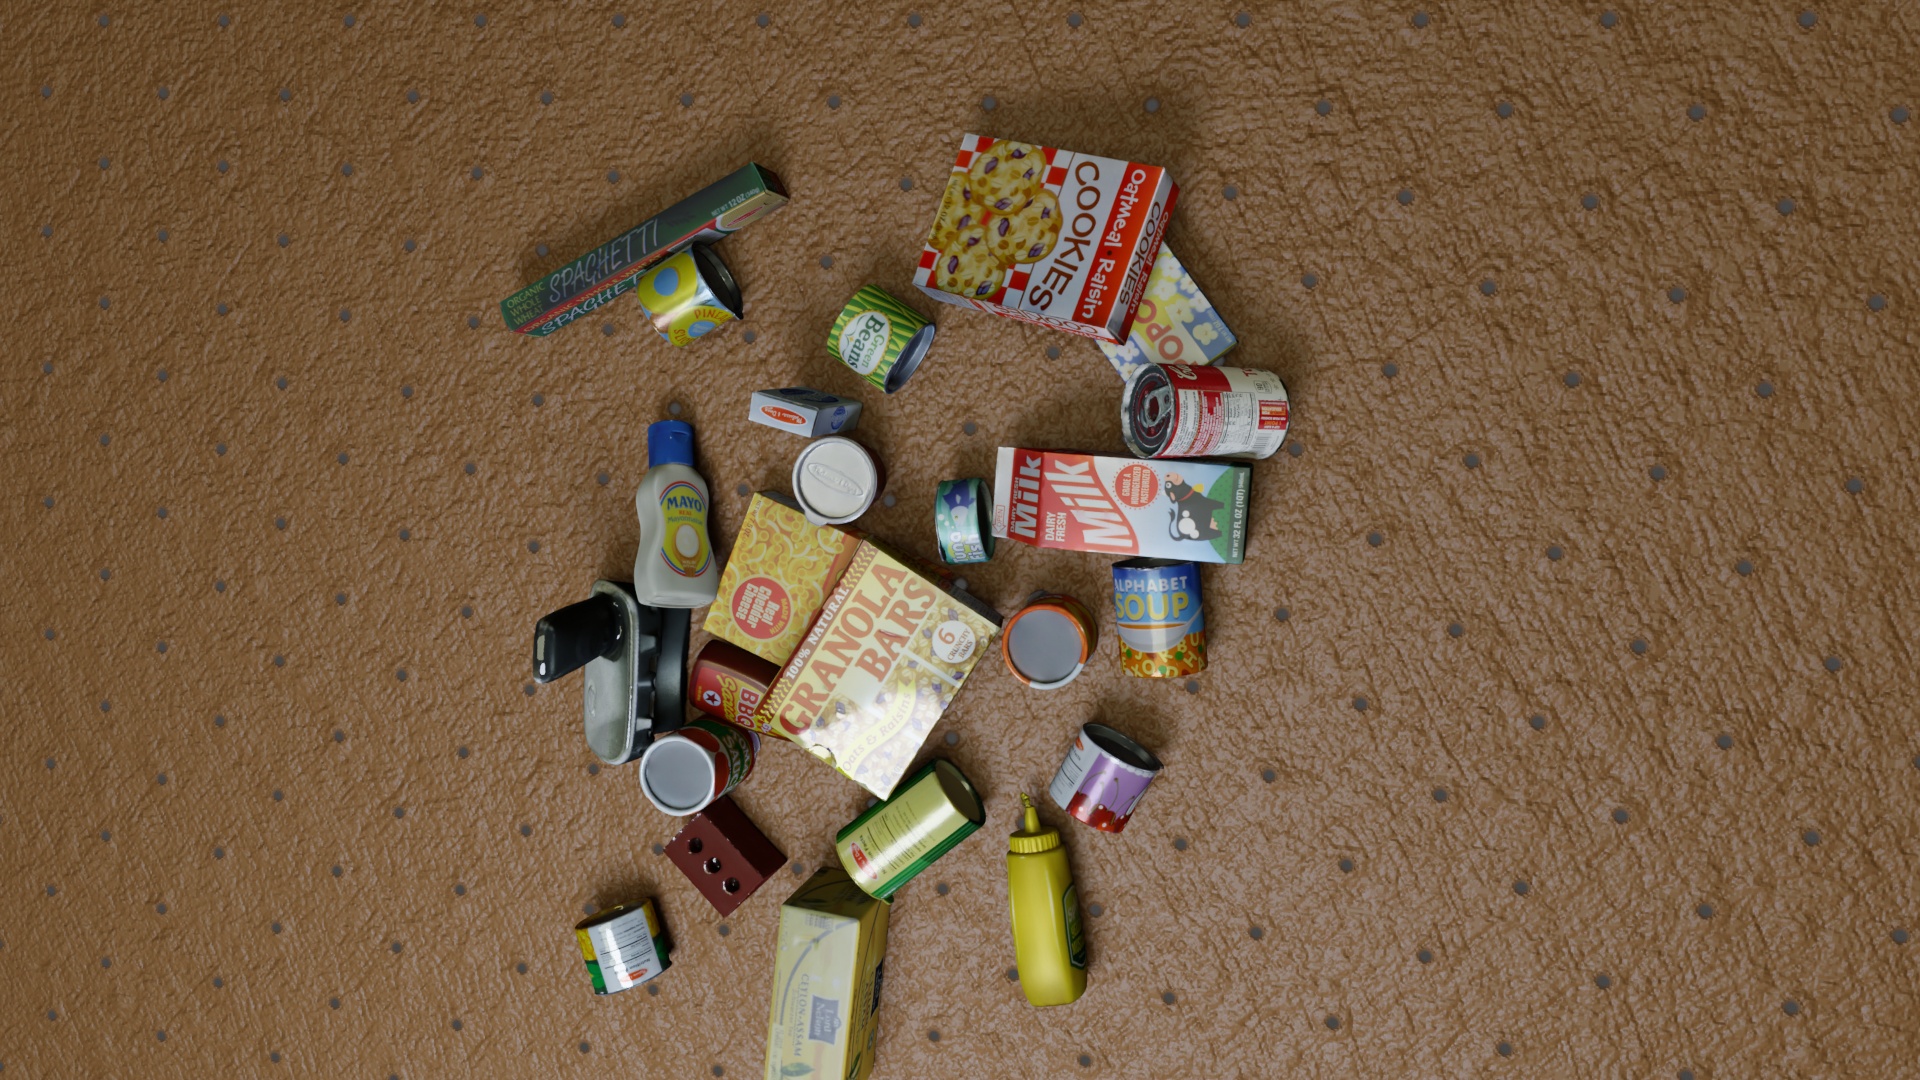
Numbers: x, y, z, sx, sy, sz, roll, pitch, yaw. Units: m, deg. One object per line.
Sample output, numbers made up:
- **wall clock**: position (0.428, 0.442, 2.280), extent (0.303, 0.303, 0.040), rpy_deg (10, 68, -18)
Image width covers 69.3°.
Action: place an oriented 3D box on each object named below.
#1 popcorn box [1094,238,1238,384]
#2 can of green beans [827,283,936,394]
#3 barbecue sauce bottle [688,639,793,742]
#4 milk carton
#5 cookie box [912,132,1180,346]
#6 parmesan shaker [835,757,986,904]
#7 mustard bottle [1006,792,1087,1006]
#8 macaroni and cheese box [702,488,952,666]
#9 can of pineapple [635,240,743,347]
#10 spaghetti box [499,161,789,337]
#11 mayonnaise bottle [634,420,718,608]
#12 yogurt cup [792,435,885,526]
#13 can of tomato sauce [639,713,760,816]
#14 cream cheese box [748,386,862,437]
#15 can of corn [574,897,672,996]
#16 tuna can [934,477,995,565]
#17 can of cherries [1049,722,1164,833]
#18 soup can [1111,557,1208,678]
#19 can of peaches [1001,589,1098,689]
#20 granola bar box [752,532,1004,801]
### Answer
- **popcorn box**: position (0.137, -0.172, 1.035), extent (0.085, 0.038, 0.127), rpy_deg (-36, 86, 15)
- **can of green beans**: position (-0.061, -0.155, 1.068), extent (0.058, 0.071, 0.071), rpy_deg (35, 102, 8)
- **barbecue sauce bottle**: position (-0.144, 0.133, 1.120), extent (0.148, 0.044, 0.064), rpy_deg (21, 129, 8)
- **milk carton**: position (0.118, -0.029, 1.034), extent (0.190, 0.073, 0.072), rpy_deg (6, 97, 13)
- **cookie box**: position (0.061, -0.222, 1.015), extent (0.167, 0.040, 0.123), rpy_deg (19, 87, 28)
- **parmesan shaker**: position (-0.037, 0.229, 1.096), extent (0.103, 0.071, 0.071), rpy_deg (-39, 86, 13)
- **mustard bottle**: position (0.064, 0.276, 1.078), extent (0.049, 0.065, 0.160), rpy_deg (-9, 89, 18)
- **macaroni and cheese box**: position (-0.107, 0.048, 1.110), extent (0.166, 0.040, 0.123), rpy_deg (24, 101, 10)
- **can of pineapple**: position (-0.214, -0.193, 1.100), extent (0.058, 0.071, 0.071), rpy_deg (-28, 88, 15)
- **spaghetti box**: position (-0.256, -0.230, 1.116), extent (0.250, 0.050, 0.028), rpy_deg (-25, 87, 14)
- **mayonnaise bottle**: position (-0.229, -0.022, 1.111), extent (0.041, 0.065, 0.148), rpy_deg (-24, 67, 48)
- **yogurt cup**: position (-0.092, -0.049, 1.091), extent (0.072, 0.054, 0.072), rpy_deg (1, 95, 13)
- **can of tomato sauce**: position (-0.210, 0.180, 1.122), extent (0.071, 0.083, 0.071), rpy_deg (1, 96, 13)
- **cream cheese box**: position (-0.118, -0.100, 1.067), extent (0.053, 0.104, 0.024), rpy_deg (17, 102, 12)
- **can of corn**: position (-0.283, 0.339, 1.164), extent (0.071, 0.071, 0.058), rpy_deg (-18, 90, 14)
- **tuna can**: position (0.004, -0.013, 1.063), extent (0.033, 0.071, 0.071), rpy_deg (-6, 94, 13)
- **can of cherries**: position (0.111, 0.182, 1.057), extent (0.071, 0.071, 0.058), rpy_deg (29, 101, 9)
- **soup can**: position (0.148, 0.056, 1.035), extent (0.071, 0.071, 0.083), rpy_deg (-4, 94, 14)
- **can of peaches**: position (0.067, 0.075, 1.062), extent (0.071, 0.058, 0.071), rpy_deg (1, 96, 13)
- **granola bar box**: position (-0.063, 0.096, 1.060), extent (0.124, 0.039, 0.165), rpy_deg (33, 99, 2)
